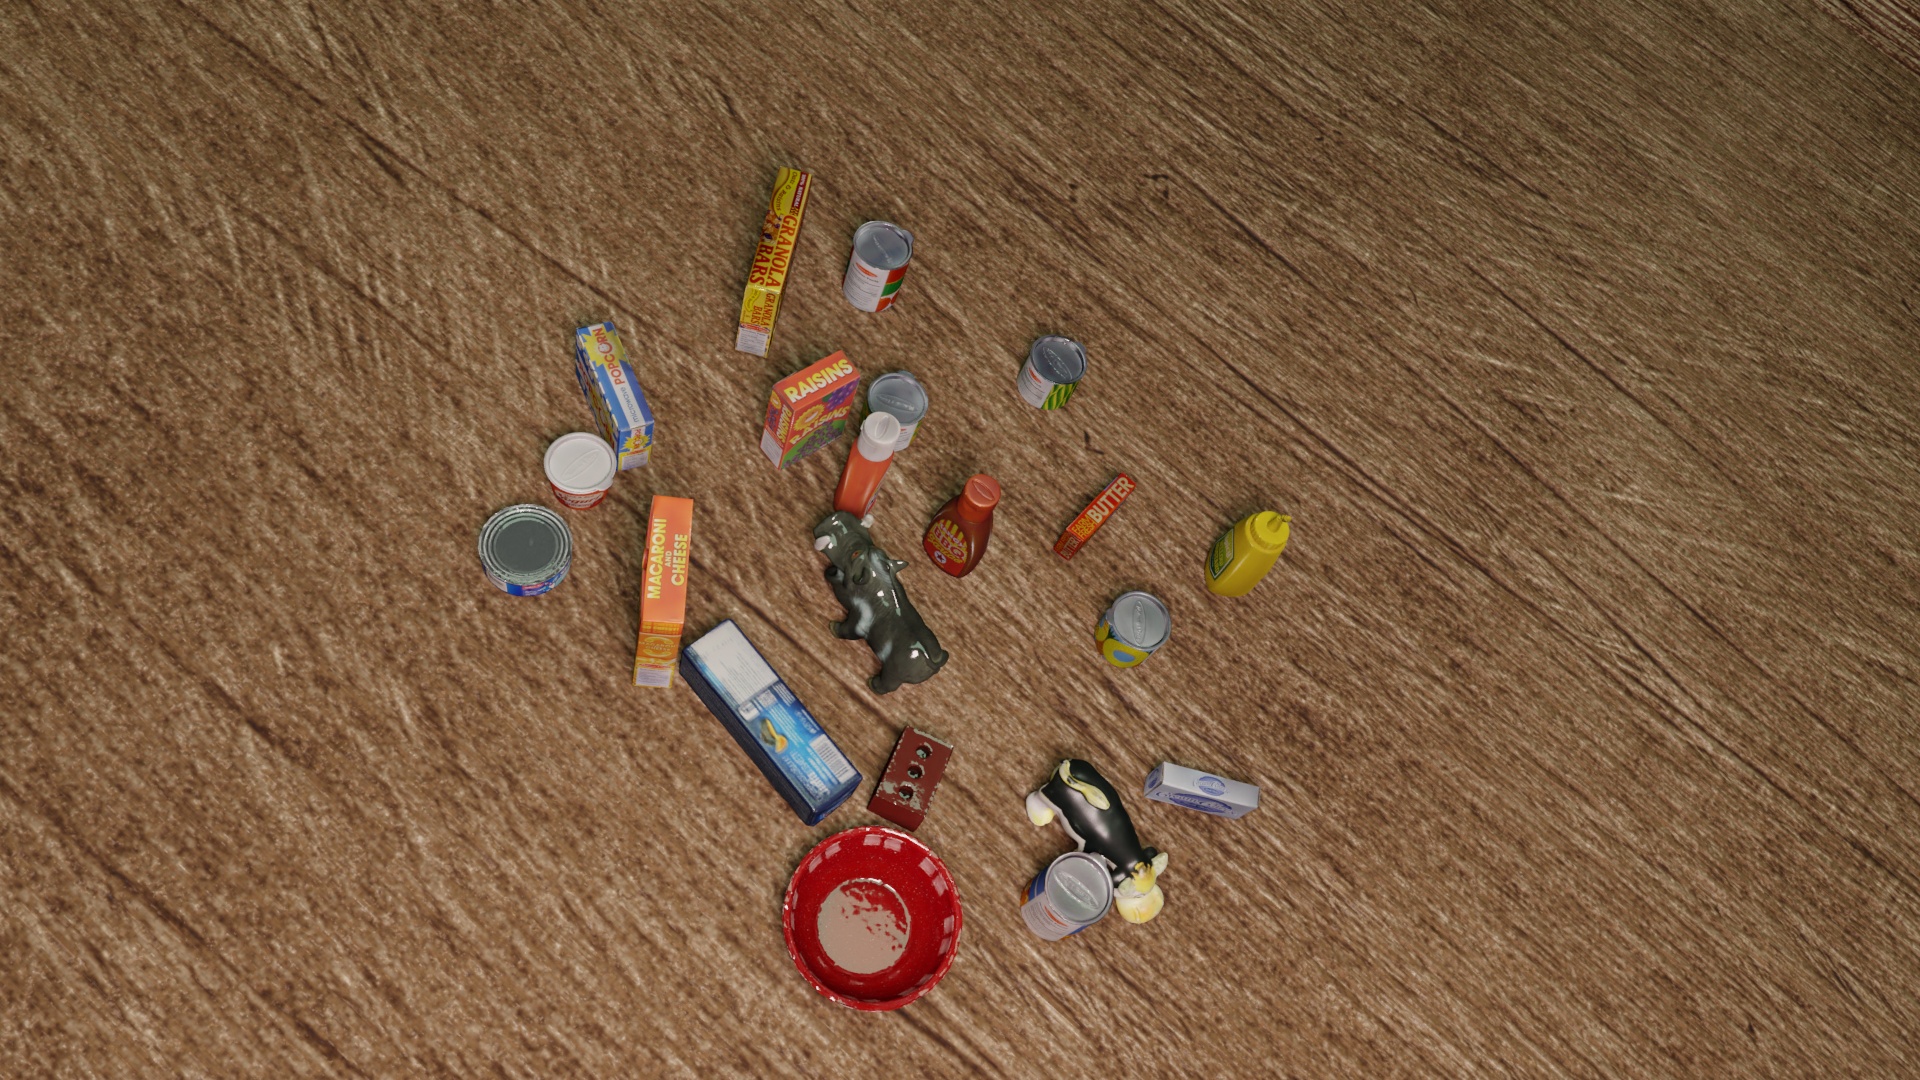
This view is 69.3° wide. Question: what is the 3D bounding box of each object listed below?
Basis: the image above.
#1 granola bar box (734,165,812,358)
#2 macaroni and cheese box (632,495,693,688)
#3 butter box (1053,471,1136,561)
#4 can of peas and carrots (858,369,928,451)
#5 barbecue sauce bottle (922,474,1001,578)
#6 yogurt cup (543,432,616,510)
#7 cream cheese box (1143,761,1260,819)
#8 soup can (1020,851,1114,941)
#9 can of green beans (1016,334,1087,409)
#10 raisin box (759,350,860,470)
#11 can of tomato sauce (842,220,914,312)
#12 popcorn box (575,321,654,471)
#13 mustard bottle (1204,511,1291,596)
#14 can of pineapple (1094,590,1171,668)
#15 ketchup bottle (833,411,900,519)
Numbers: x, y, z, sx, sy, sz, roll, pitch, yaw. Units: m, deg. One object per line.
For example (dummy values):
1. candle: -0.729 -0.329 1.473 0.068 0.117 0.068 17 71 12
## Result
1. granola bar box: -0.201 -0.299 1.497 0.039 0.123 0.166 14 61 -8
2. macaroni and cheese box: -0.275 0.050 1.277 0.040 0.165 0.124 5 63 -13
3. butter box: 0.145 -0.026 1.495 0.024 0.053 0.104 42 61 7
4. can of peas and carrots: -0.072 -0.139 1.489 0.071 0.058 0.071 6 63 -12
5. barbecue sauce bottle: 0.005 -0.018 1.398 0.065 0.147 0.044 44 62 8
6. yogurt cup: -0.375 -0.065 1.372 0.072 0.053 0.072 6 63 -12
7. cream cheese box: 0.240 0.250 1.383 0.104 0.053 0.024 16 61 -7
8. soup can: 0.099 0.329 1.287 0.071 0.083 0.071 6 63 -12
9. can of green beans: 0.102 -0.188 1.563 0.071 0.057 0.071 6 63 -12
10. raisin box: -0.156 -0.133 1.426 0.086 0.122 0.040 -32 76 -26
11. can of tomato sauce: -0.093 -0.306 1.554 0.071 0.082 0.071 6 63 -12
12. popcorn box: -0.350 -0.145 1.401 0.038 0.084 0.127 -19 70 -23
13. mustard bottle: 0.307 0.006 1.463 0.049 0.159 0.065 11 62 -10
14. can of pineapple: 0.176 0.092 1.442 0.071 0.057 0.071 6 63 -12
15. ketchup bottle: -0.094 -0.078 1.401 0.043 0.148 0.065 22 61 -4
